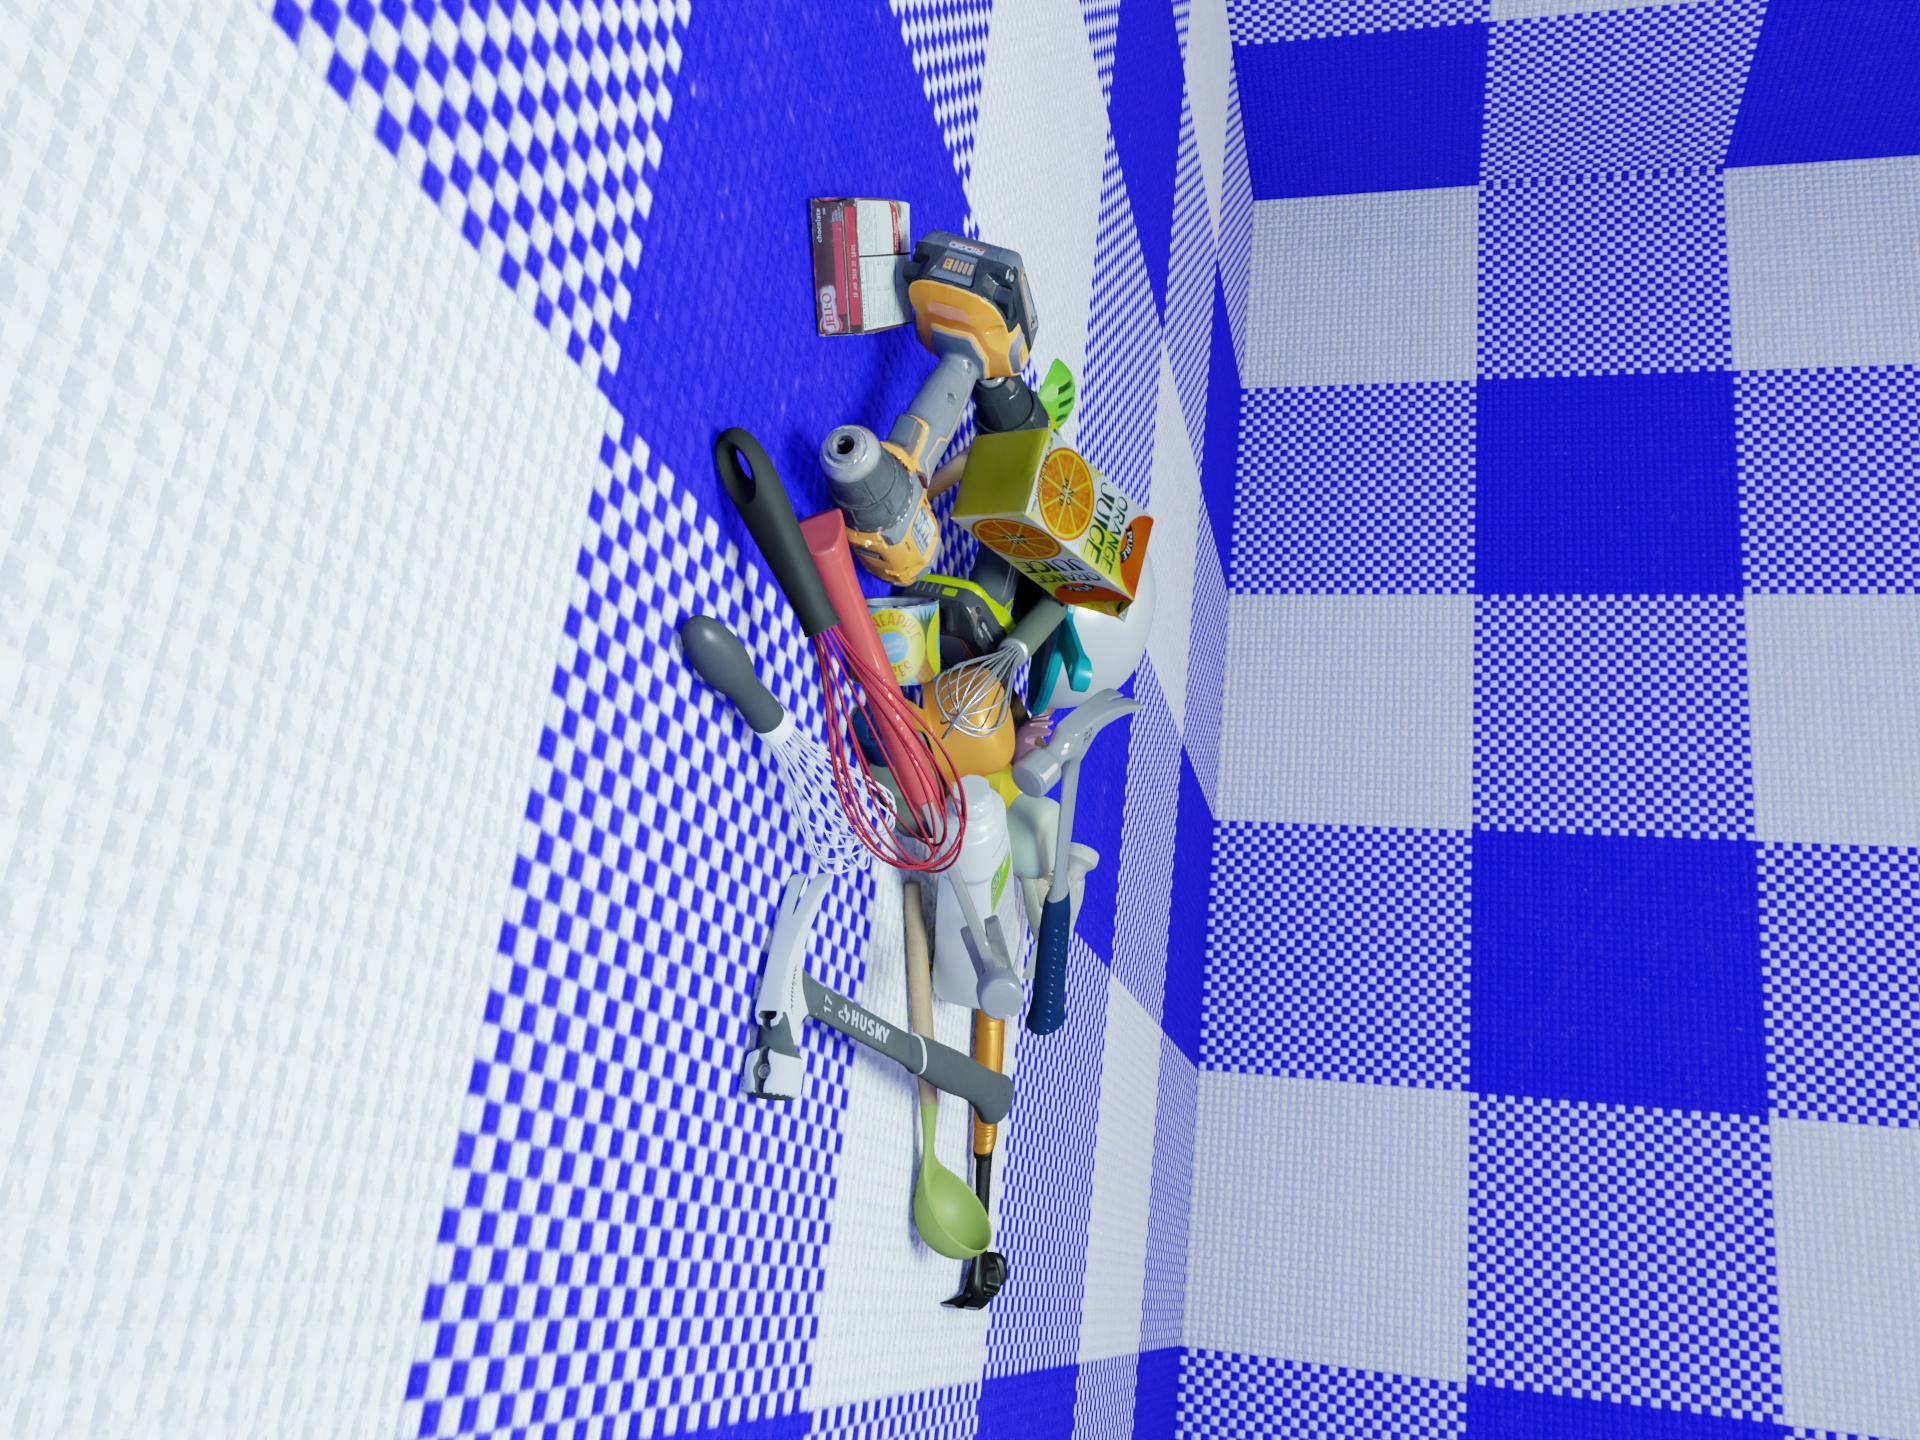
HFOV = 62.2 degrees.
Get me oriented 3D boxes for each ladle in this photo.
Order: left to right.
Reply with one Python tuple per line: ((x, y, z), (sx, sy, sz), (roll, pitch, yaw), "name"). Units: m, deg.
((-0.016, 0.287, 1.300), (0.078, 0.062, 0.320), (-34, 121, -72), "ladle")

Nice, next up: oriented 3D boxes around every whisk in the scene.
((-0.103, 0.019, 0.984), (0.284, 0.070, 0.070), (59, 35, -54), "whisk")
((-0.075, -0.037, 0.948), (0.295, 0.073, 0.073), (65, 23, -12), "whisk")
((0.037, -0.047, 1.207), (0.059, 0.058, 0.246), (-53, 178, 32), "whisk")

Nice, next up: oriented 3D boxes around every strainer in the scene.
((0.127, -0.080, 1.395), (0.340, 0.095, 0.211), (-92, -167, -72), "strainer")

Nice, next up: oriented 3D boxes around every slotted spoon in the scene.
((0.033, -0.243, 1.374), (0.314, 0.031, 0.070), (-45, 144, -49), "slotted spoon")

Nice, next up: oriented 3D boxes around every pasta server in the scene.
((0.093, -0.011, 1.575), (0.316, 0.040, 0.060), (-51, 152, -67), "pasta server")

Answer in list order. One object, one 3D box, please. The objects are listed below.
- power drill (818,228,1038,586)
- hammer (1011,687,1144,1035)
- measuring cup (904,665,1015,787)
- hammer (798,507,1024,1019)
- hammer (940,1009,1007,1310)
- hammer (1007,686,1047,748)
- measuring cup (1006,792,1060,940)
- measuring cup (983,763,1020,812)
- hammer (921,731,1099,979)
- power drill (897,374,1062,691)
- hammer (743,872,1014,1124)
((-0.028, -0.222, 1.097), (0.185, 0.084, 0.226), (54, 57, -72), "power drill")
((0.091, 0.141, 1.398), (0.144, 0.035, 0.405), (-41, 149, -35), "hammer")
((-0.002, -0.004, 1.199), (0.173, 0.052, 0.095), (25, 53, -73), "measuring cup")
((-0.035, 0.025, 1.092), (0.149, 0.036, 0.359), (-112, -179, -73), "hammer")
((0.021, 0.367, 1.472), (0.127, 0.034, 0.337), (19, 73, -74), "hammer")
((0.040, -0.025, 1.512), (0.331, 0.031, 0.130), (56, 39, -64), "hammer")
((0.074, 0.141, 1.441), (0.083, 0.038, 0.167), (-49, 139, -42), "measuring cup")
((0.016, 0.087, 1.466), (0.157, 0.029, 0.062), (-55, 145, -42), "measuring cup")
((0.036, 0.113, 1.441), (0.146, 0.038, 0.410), (-69, 152, -19), "hammer")
((0.024, -0.157, 1.284), (0.190, 0.080, 0.229), (56, 50, -60), "power drill")
((-0.042, 0.234, 1.160), (0.408, 0.036, 0.149), (46, 45, -58), "hammer")
